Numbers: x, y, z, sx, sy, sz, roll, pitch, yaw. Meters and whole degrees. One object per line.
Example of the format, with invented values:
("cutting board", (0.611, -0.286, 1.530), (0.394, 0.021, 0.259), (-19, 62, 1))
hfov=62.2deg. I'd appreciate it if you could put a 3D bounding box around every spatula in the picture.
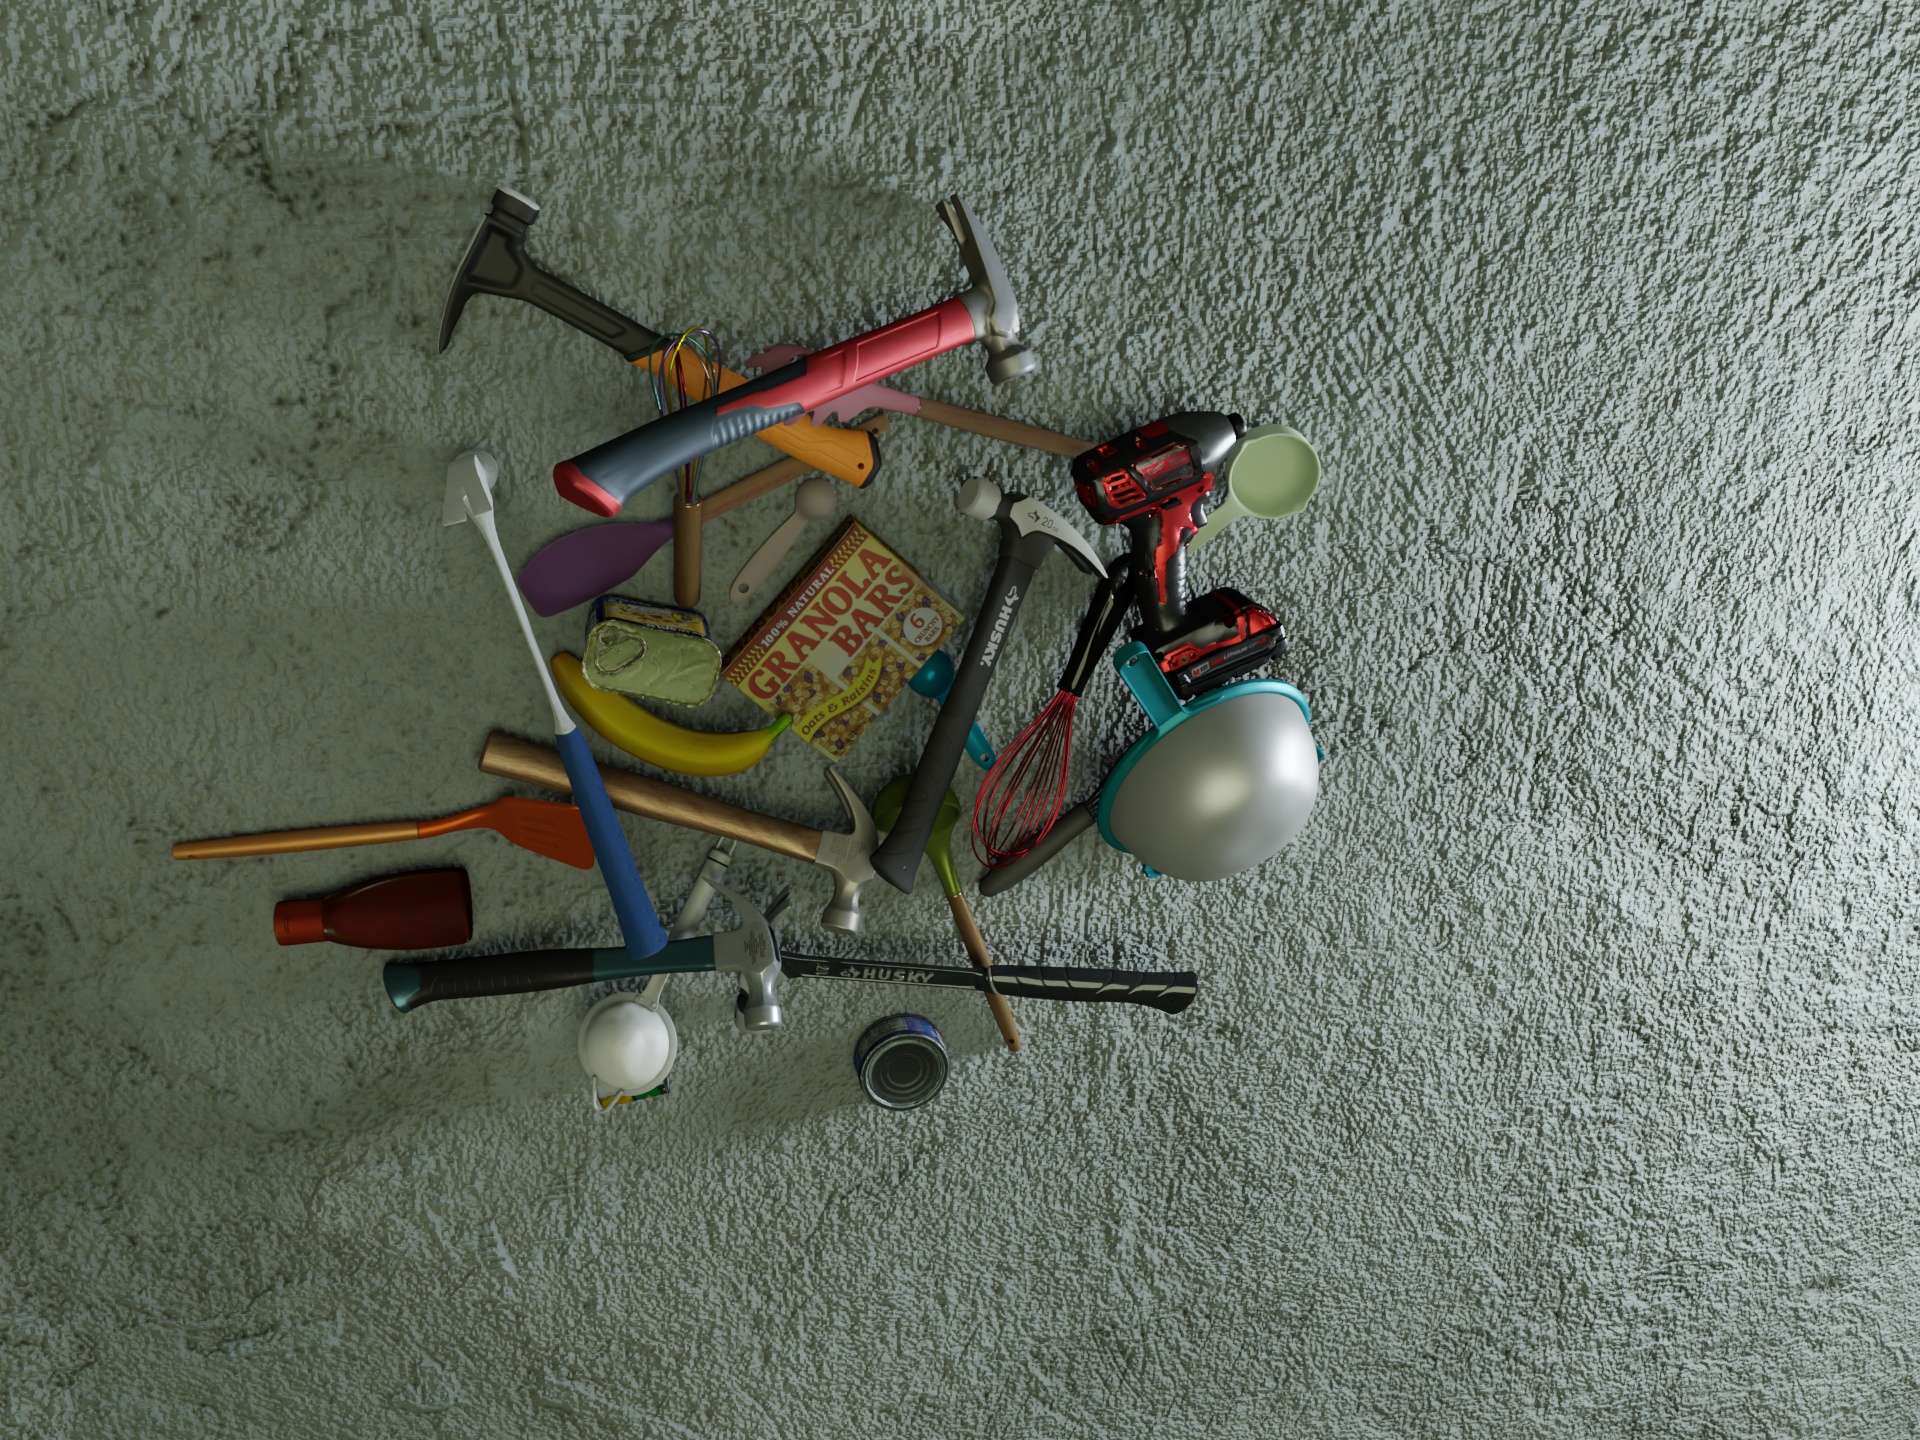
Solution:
("spatula", (-0.459, 0.096, 1.272), (0.322, 0.041, 0.081), (-5, 137, -10))
("spatula", (-0.199, -0.167, 1.244), (0.316, 0.018, 0.059), (-26, 129, -3))

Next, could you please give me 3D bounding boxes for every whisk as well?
("whisk", (0.085, -0.007, 1.358), (0.073, 0.073, 0.296), (22, 97, -20))
("whisk", (0.113, 0.083, 1.404), (0.239, 0.055, 0.055), (-37, 115, 6))
("whisk", (-0.206, -0.182, 1.186), (0.051, 0.047, 0.244), (2, 132, -8))

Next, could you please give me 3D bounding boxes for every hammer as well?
("hammer", (-0.214, -0.257, 1.187), (0.336, 0.034, 0.127), (26, 102, -17))
("hammer", (-0.118, -0.251, 1.126), (0.386, 0.038, 0.143), (-30, 103, -29))
("hammer", (-0.302, -0.001, 1.197), (0.035, 0.144, 0.405), (-19, 109, -7))
("hammer", (0.008, -0.018, 1.291), (0.146, 0.035, 0.335), (21, 91, -34))
("hammer", (-0.225, 0.069, 1.302), (0.331, 0.031, 0.130), (18, 71, -11))
("hammer", (0.011, 0.223, 1.402), (0.409, 0.036, 0.149), (5, 122, -10))
("hammer", (-0.312, 0.203, 1.306), (0.331, 0.033, 0.128), (-6, 71, 5))

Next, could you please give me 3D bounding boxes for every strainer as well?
("strainer", (-0.252, 0.210, 1.334), (0.087, 0.050, 0.258), (24, 81, 9))
("strainer", (0.204, 0.044, 1.298), (0.211, 0.095, 0.340), (-36, 146, 5))

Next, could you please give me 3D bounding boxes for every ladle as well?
("ladle", (0.001, 0.180, 1.409), (0.078, 0.062, 0.320), (-13, 118, 14))

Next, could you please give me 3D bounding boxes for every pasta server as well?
("pasta server", (-0.015, -0.235, 1.233), (0.316, 0.040, 0.060), (8, 77, -30))

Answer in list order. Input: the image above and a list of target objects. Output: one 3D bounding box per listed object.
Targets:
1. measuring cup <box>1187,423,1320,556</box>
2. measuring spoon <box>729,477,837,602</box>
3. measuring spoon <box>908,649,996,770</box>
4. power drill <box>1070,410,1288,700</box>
("measuring cup", (0.224, -0.184, 1.338), (0.167, 0.038, 0.083), (-37, 116, 21))
("measuring spoon", (-0.143, -0.140, 1.269), (0.034, 0.018, 0.124), (37, 99, -23))
("measuring spoon", (-0.002, -0.004, 1.353), (0.042, 0.021, 0.128), (-33, 113, 1))
("power drill", (0.185, -0.141, 1.291), (0.143, 0.079, 0.219), (-25, 117, -8))
